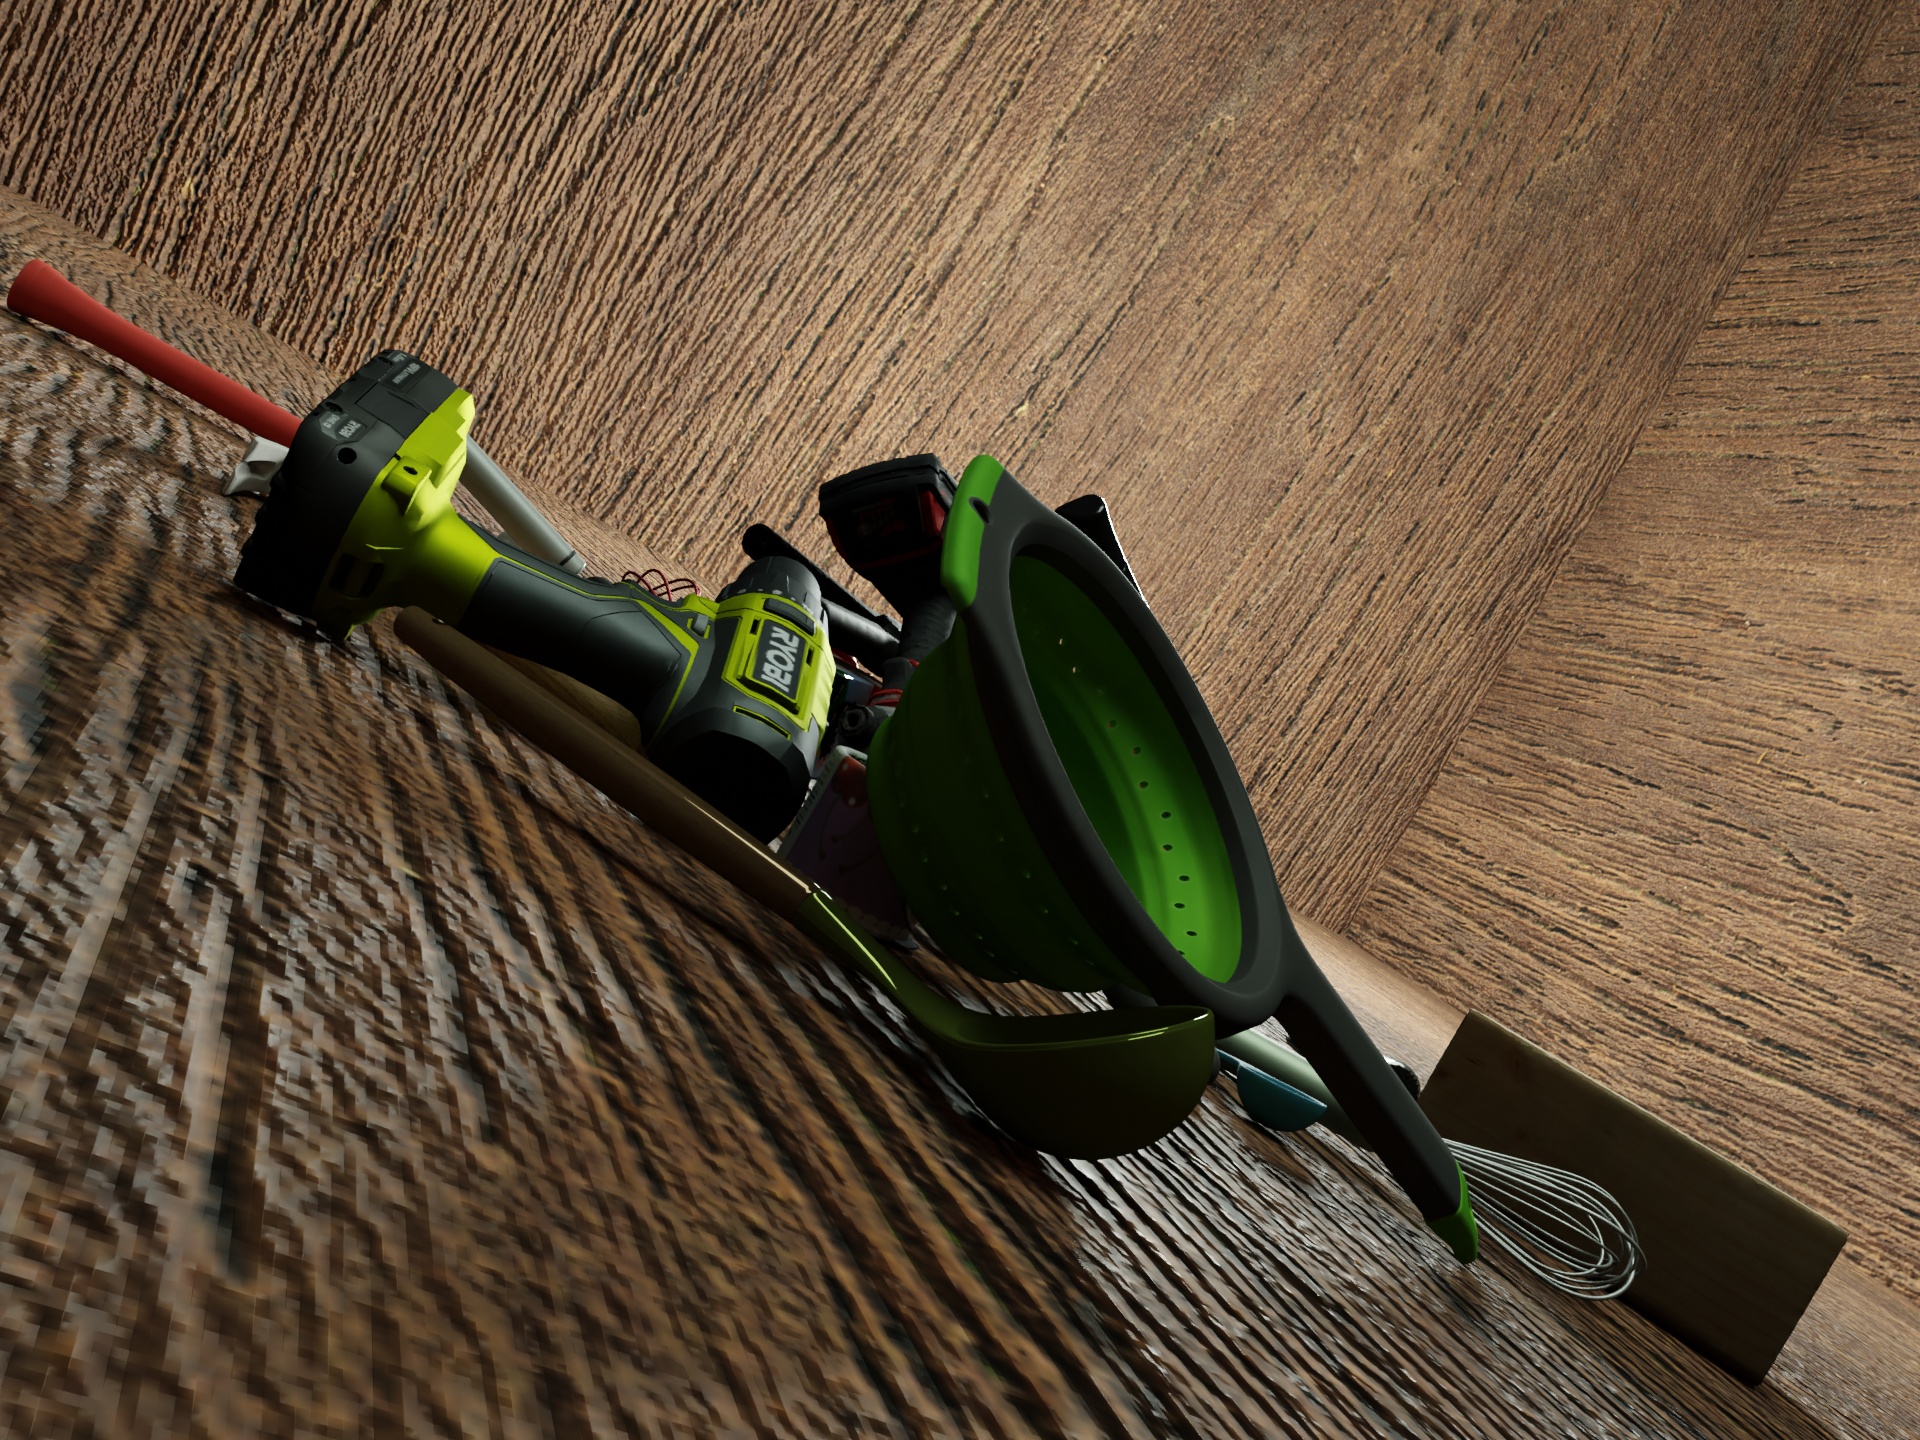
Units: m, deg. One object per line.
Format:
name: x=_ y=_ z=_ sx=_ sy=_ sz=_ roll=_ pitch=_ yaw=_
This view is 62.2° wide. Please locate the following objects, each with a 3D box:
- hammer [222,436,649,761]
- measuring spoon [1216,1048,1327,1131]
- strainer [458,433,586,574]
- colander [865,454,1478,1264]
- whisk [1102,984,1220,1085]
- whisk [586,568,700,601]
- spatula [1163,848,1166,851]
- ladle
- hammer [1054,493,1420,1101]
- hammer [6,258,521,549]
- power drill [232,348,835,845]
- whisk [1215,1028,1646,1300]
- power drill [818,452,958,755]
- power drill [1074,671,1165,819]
hammer: x=-0.246 y=-0.060 z=0.773 sx=0.332 sy=0.031 sz=0.130 roll=32 pitch=2 yaw=32
measuring spoon: x=0.120 y=0.167 z=0.753 sx=0.042 sy=0.021 sz=0.129 roll=28 pitch=-6 yaw=-31
strainer: x=-0.194 y=-0.068 z=0.796 sx=0.258 sy=0.050 sz=0.087 roll=49 pitch=-28 yaw=-15
colander: x=0.077 y=0.090 z=0.616 sx=0.396 sy=0.094 sz=0.205 roll=53 pitch=24 yaw=-22
whisk: x=0.065 y=0.115 z=0.796 sx=0.055 sy=0.055 sz=0.239 roll=29 pitch=7 yaw=-29
whisk: x=-0.222 y=-0.071 z=1.052 sx=0.073 sy=0.073 sz=0.296 roll=29 pitch=-3 yaw=-24
spatula: x=0.064 y=0.072 z=0.818 sx=0.081 sy=0.041 sz=0.322 roll=35 pitch=12 yaw=29
ladle: x=-0.063 y=0.035 z=0.509 sx=0.320 sy=0.062 sz=0.078 roll=32 pitch=9 yaw=19
hammer: x=0.158 y=0.047 z=0.977 sx=0.409 sy=0.036 sz=0.149 roll=64 pitch=-5 yaw=1
hammer: x=-0.439 y=-0.187 z=1.043 sx=0.358 sy=0.037 sz=0.149 roll=30 pitch=2 yaw=-19
power drill: x=-0.156 y=-0.056 z=0.661 sx=0.228 sy=0.080 sz=0.191 roll=29 pitch=26 yaw=-15
whisk: x=0.213 y=0.204 z=0.776 sx=0.246 sy=0.058 sz=0.059 roll=28 pitch=-33 yaw=16
power drill: x=-0.032 y=-0.041 z=0.944 sx=0.078 sy=0.220 sz=0.143 roll=-12 pitch=-30 yaw=20
power drill: x=0.067 y=0.003 z=1.028 sx=0.227 sy=0.080 sz=0.188 roll=-171 pitch=-123 yaw=-82
